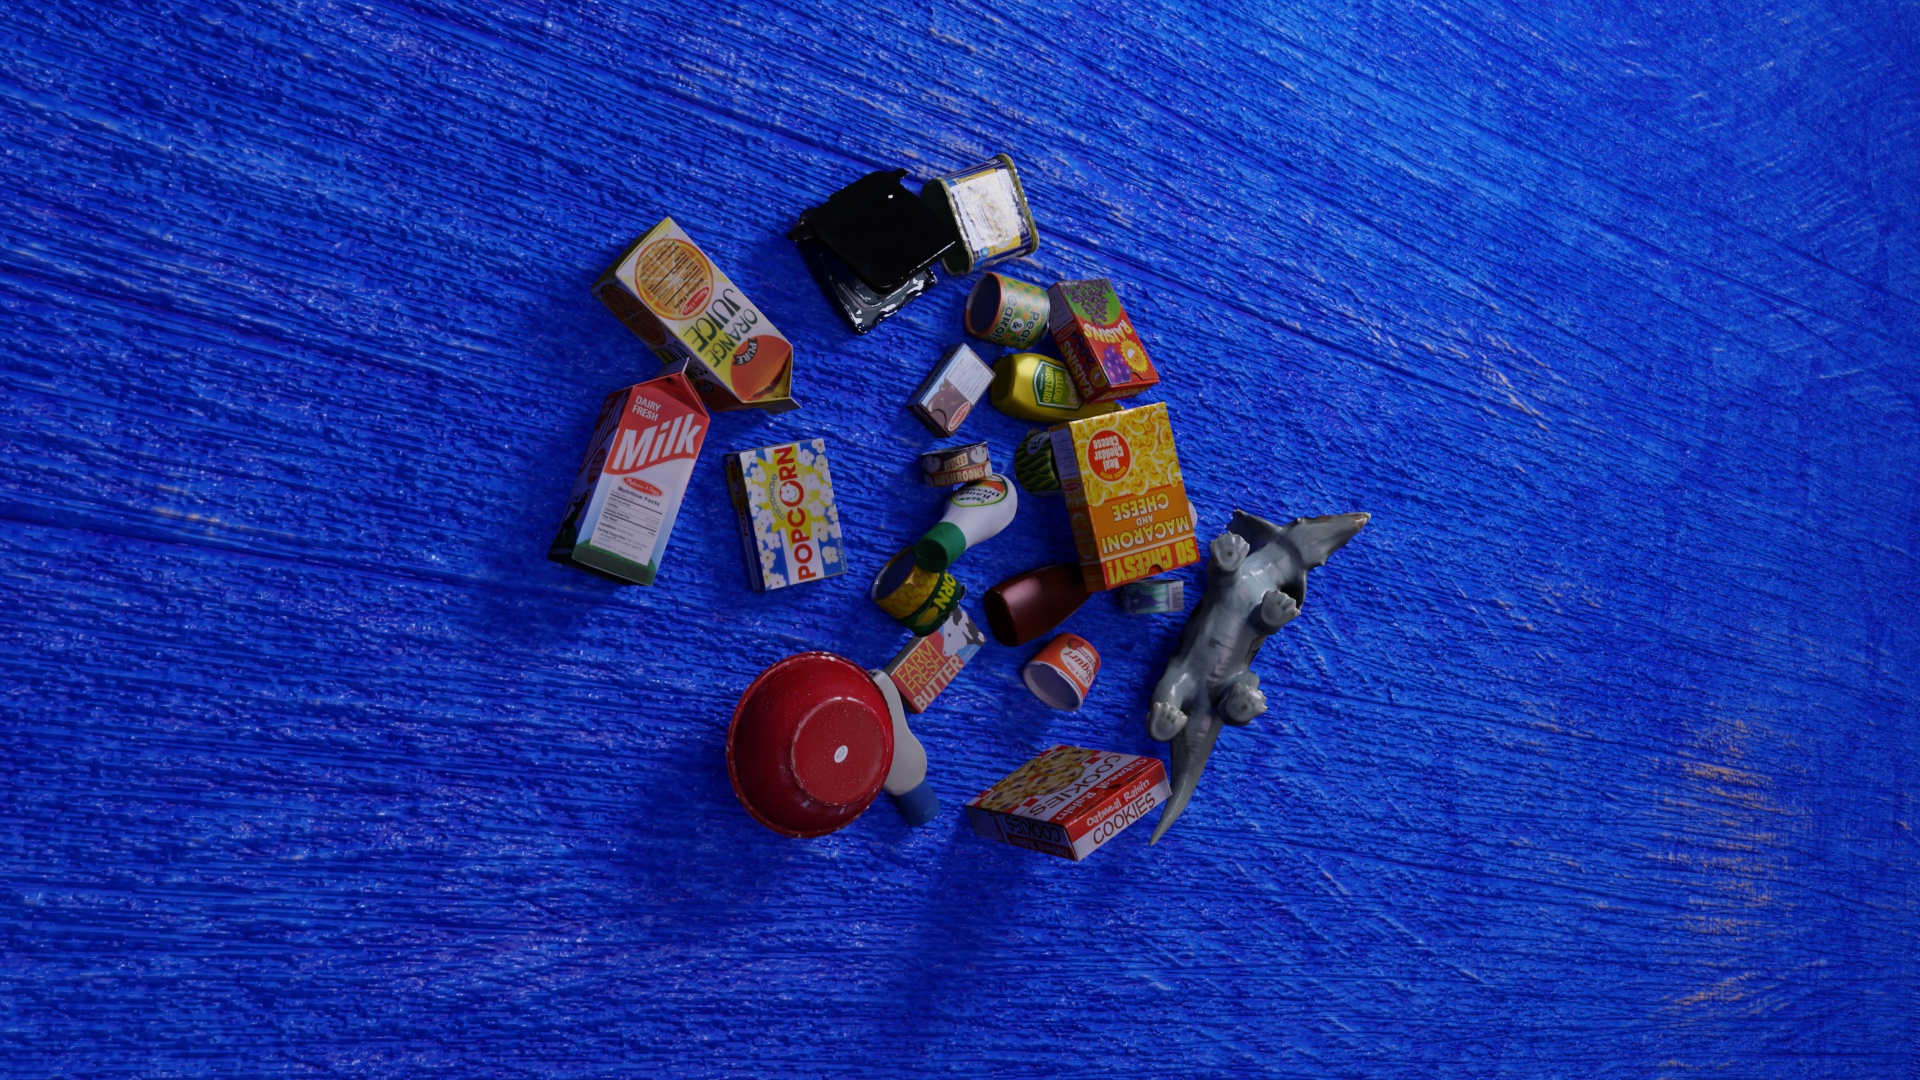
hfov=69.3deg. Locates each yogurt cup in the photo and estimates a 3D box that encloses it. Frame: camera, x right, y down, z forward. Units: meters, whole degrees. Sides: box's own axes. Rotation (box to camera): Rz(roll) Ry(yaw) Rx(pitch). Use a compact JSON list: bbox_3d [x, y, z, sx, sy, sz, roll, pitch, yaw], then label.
[{"bbox_3d":[0.104,0.129,1.387,0.072,0.072,0.054,52,56,-19],"label":"yogurt cup"}]

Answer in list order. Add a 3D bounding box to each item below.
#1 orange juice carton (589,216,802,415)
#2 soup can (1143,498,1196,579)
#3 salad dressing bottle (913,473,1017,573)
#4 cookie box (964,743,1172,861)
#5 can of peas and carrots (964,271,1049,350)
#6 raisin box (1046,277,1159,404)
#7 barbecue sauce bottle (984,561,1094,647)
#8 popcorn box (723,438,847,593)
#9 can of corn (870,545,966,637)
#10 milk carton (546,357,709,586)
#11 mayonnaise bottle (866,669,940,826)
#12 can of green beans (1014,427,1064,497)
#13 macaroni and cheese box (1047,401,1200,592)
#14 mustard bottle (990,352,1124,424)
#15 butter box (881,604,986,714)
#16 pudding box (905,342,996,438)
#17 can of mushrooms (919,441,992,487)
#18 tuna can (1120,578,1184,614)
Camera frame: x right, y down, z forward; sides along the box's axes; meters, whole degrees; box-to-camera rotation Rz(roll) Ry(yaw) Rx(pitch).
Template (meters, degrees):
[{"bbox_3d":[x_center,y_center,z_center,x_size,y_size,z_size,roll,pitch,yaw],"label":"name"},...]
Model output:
[{"bbox_3d":[-0.216,-0.177,1.193,0.192,0.071,0.073,46,66,-22],"label":"orange juice carton"},{"bbox_3d":[0.195,-0.012,1.449,0.084,0.071,0.071,-44,110,-26],"label":"soup can"},{"bbox_3d":[0.005,-0.016,1.305,0.148,0.064,0.043,-45,138,-54],"label":"salad dressing bottle"},{"bbox_3d":[0.100,0.244,1.317,0.123,0.167,0.040,-28,103,-30],"label":"cookie box"},{"bbox_3d":[0.046,-0.223,1.360,0.059,0.071,0.071,11,82,-31],"label":"can of peas and carrots"},{"bbox_3d":[0.139,-0.202,1.402,0.086,0.040,0.123,-13,74,-47],"label":"raisin box"},{"bbox_3d":[0.096,0.052,1.396,0.149,0.043,0.064,-24,101,-31],"label":"barbecue sauce bottle"},{"bbox_3d":[-0.156,-0.023,1.244,0.085,0.038,0.126,-13,95,-31],"label":"popcorn box"},{"bbox_3d":[-0.039,0.046,1.295,0.058,0.071,0.071,41,68,-24],"label":"can of corn"},{"bbox_3d":[-0.269,-0.062,1.155,0.073,0.072,0.191,24,77,-29],"label":"milk carton"},{"bbox_3d":[-0.066,0.196,1.291,0.065,0.041,0.147,-32,106,-23],"label":"mayonnaise bottle"},{"bbox_3d":[0.097,-0.078,1.393,0.071,0.057,0.071,1,87,-32],"label":"can of green beans"},{"bbox_3d":[0.163,-0.044,1.369,0.124,0.040,0.166,-15,92,-31],"label":"macaroni and cheese box"},{"bbox_3d":[0.107,-0.148,1.408,0.160,0.048,0.065,8,82,-31],"label":"mustard bottle"},{"bbox_3d":[-0.026,0.112,1.328,0.104,0.024,0.053,-47,111,-25],"label":"butter box"},{"bbox_3d":[-0.009,-0.146,1.346,0.049,0.030,0.084,44,67,-24],"label":"pudding box"},{"bbox_3d":[-0.004,-0.072,1.323,0.071,0.071,0.033,-14,98,-32],"label":"can of mushrooms"},{"bbox_3d":[0.197,0.058,1.448,0.071,0.071,0.033,-4,91,-32],"label":"tuna can"}]
